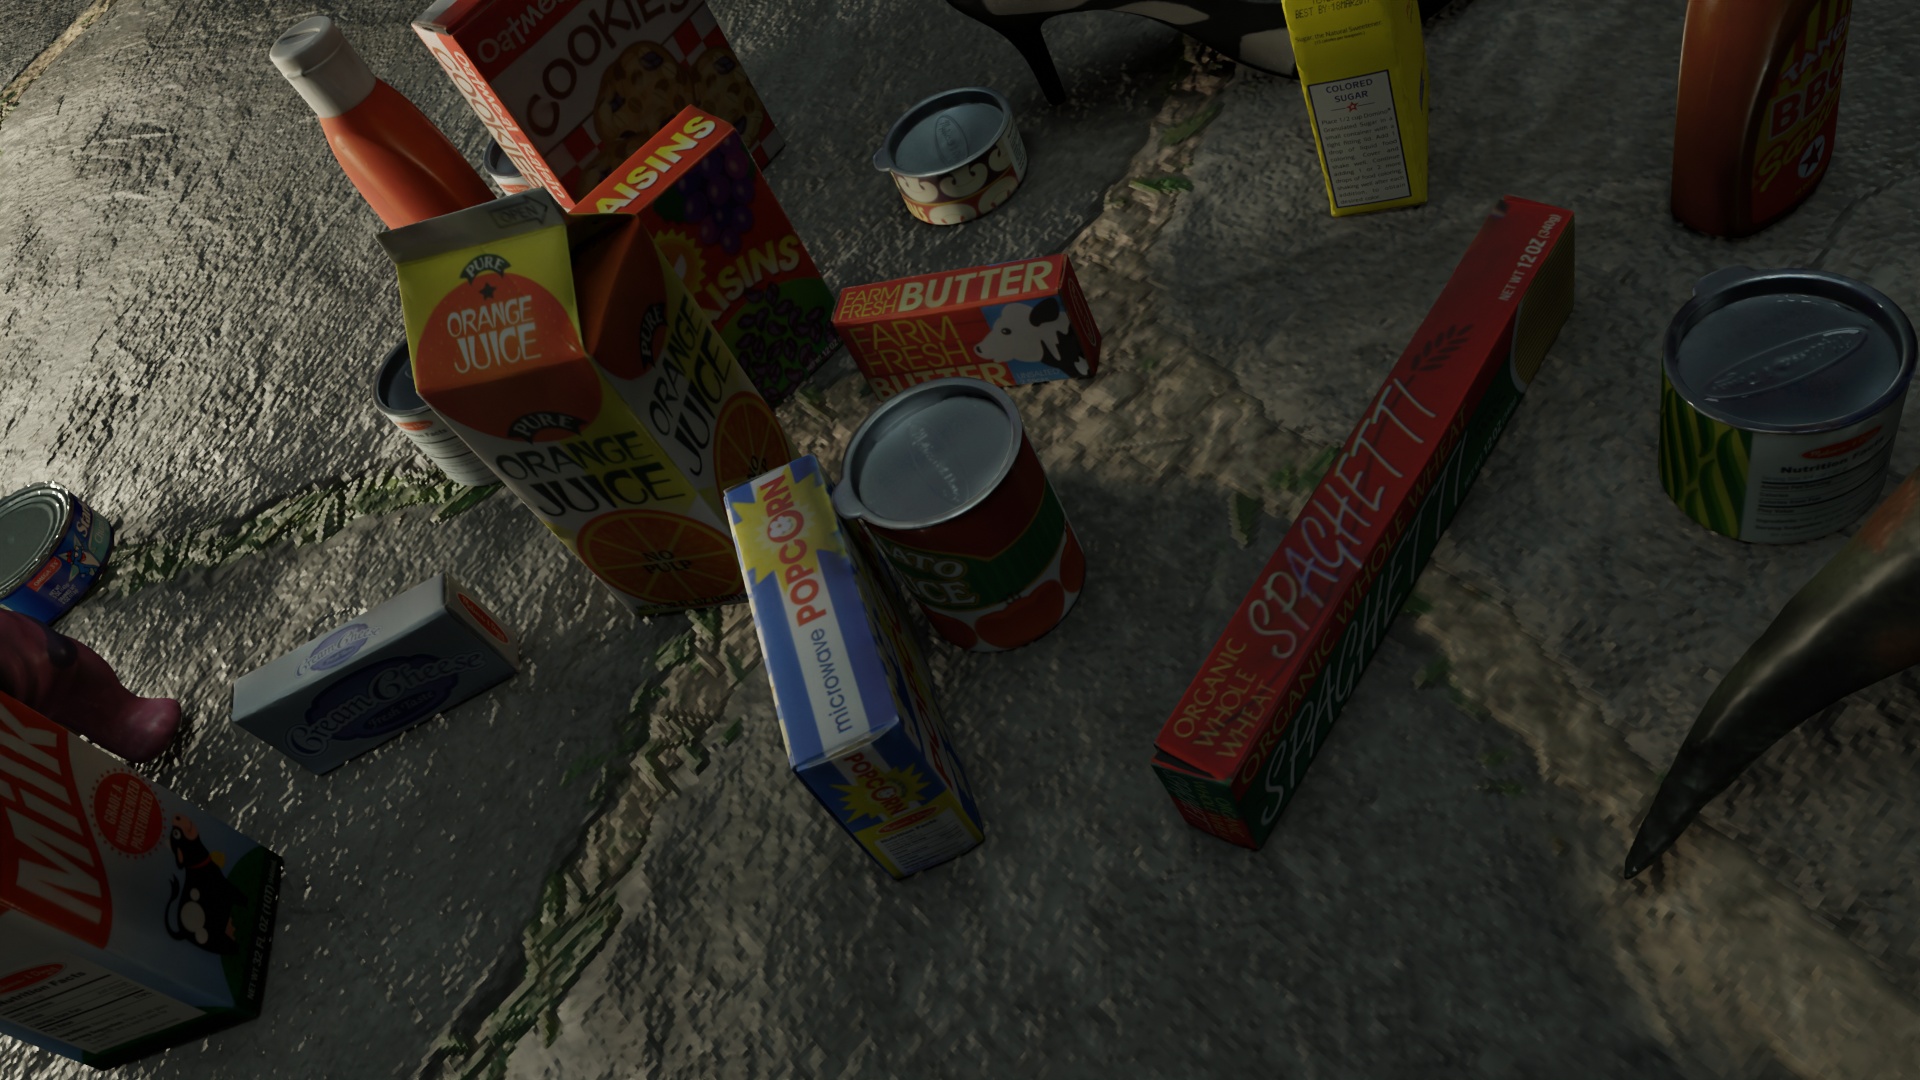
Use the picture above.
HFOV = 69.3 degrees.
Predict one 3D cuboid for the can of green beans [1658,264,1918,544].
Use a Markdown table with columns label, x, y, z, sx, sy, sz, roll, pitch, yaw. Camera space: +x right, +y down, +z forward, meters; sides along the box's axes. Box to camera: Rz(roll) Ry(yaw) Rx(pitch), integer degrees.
| label | x | y | z | sx | sy | sz | roll | pitch | yaw |
| --- | --- | --- | --- | --- | --- | --- | --- | --- | --- |
| can of green beans | 0.255 | -0.041 | 0.434 | 0.071 | 0.057 | 0.071 | -12 | 51 | 15 |

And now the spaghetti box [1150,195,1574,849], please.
| label | x | y | z | sx | sy | sz | roll | pitch | yaw |
| --- | --- | --- | --- | --- | --- | --- | --- | --- | --- |
| spaghetti box | 0.143 | -0.012 | 0.467 | 0.029 | 0.050 | 0.251 | 22 | 65 | 35 |

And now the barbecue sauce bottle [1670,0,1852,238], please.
| label | x | y | z | sx | sy | sz | roll | pitch | yaw |
| --- | --- | --- | --- | --- | --- | --- | --- | --- | --- |
| barbecue sauce bottle | 0.273 | -0.176 | 0.470 | 0.065 | 0.148 | 0.044 | -43 | 49 | -11 |

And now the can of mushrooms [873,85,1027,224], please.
| label | x | y | z | sx | sy | sz | roll | pitch | yaw |
| --- | --- | --- | --- | --- | --- | --- | --- | --- | --- |
| can of mushrooms | -0.004 | -0.188 | 0.681 | 0.071 | 0.033 | 0.071 | -12 | 51 | 15 |

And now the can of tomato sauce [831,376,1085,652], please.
| label | x | y | z | sx | sy | sz | roll | pitch | yaw |
| --- | --- | --- | --- | --- | --- | --- | --- | --- | --- |
| can of tomato sauce | 0.002 | -0.006 | 0.503 | 0.071 | 0.082 | 0.071 | -12 | 51 | 16 |

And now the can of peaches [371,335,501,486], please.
| label | x | y | z | sx | sy | sz | roll | pitch | yaw |
| --- | --- | --- | --- | --- | --- | --- | --- | --- | --- |
| can of peaches | -0.239 | -0.070 | 0.678 | 0.071 | 0.058 | 0.071 | -12 | 51 | 15 |

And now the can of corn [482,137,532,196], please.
| label | x | y | z | sx | sy | sz | roll | pitch | yaw |
| --- | --- | --- | --- | --- | --- | --- | --- | --- | --- |
| can of corn | -0.218 | -0.205 | 0.774 | 0.071 | 0.058 | 0.071 | -12 | 51 | 15 |

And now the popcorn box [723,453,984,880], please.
| label | x | y | z | sx | sy | sz | roll | pitch | yaw |
| --- | --- | --- | --- | --- | --- | --- | --- | --- | --- |
| popcorn box | -0.038 | 0.042 | 0.482 | 0.038 | 0.085 | 0.127 | -26 | 48 | 4 |

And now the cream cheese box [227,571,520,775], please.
| label | x | y | z | sx | sy | sz | roll | pitch | yaw |
| --- | --- | --- | --- | --- | --- | --- | --- | --- | --- |
| cream cheese box | -0.245 | 0.057 | 0.584 | 0.104 | 0.053 | 0.024 | -27 | 48 | 3 |

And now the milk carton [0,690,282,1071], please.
| label | x | y | z | sx | sy | sz | roll | pitch | yaw |
| --- | --- | --- | --- | --- | --- | --- | --- | --- | --- |
| milk carton | -0.340 | 0.115 | 0.490 | 0.073 | 0.189 | 0.073 | -21 | 49 | 8 |

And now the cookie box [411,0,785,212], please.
| label | x | y | z | sx | sy | sz | roll | pitch | yaw |
| --- | --- | --- | --- | --- | --- | --- | --- | --- | --- |
| cookie box | -0.172 | -0.226 | 0.696 | 0.040 | 0.166 | 0.123 | 23 | 67 | 36 |

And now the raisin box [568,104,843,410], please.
| label | x | y | z | sx | sy | sz | roll | pitch | yaw |
| --- | --- | --- | --- | --- | --- | --- | --- | --- | --- |
| raisin box | -0.110 | -0.112 | 0.609 | 0.086 | 0.123 | 0.040 | -46 | 50 | -13 |

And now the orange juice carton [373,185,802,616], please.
| label | x | y | z | sx | sy | sz | roll | pitch | yaw |
| --- | --- | --- | --- | --- | --- | --- | --- | --- | --- |
| orange juice carton | -0.134 | -0.054 | 0.528 | 0.072 | 0.192 | 0.073 | -8 | 52 | 19 |

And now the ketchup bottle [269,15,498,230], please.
| label | x | y | z | sx | sy | sz | roll | pitch | yaw |
| --- | --- | --- | --- | --- | --- | --- | --- | --- | --- |
| ketchup bottle | -0.312 | -0.214 | 0.762 | 0.064 | 0.148 | 0.044 | -3 | 54 | 23 |

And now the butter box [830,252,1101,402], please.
| label | x | y | z | sx | sy | sz | roll | pitch | yaw |
| --- | --- | --- | --- | --- | --- | --- | --- | --- | --- |
| butter box | 0.003 | -0.088 | 0.587 | 0.103 | 0.053 | 0.024 | -4 | 53 | 21 |
